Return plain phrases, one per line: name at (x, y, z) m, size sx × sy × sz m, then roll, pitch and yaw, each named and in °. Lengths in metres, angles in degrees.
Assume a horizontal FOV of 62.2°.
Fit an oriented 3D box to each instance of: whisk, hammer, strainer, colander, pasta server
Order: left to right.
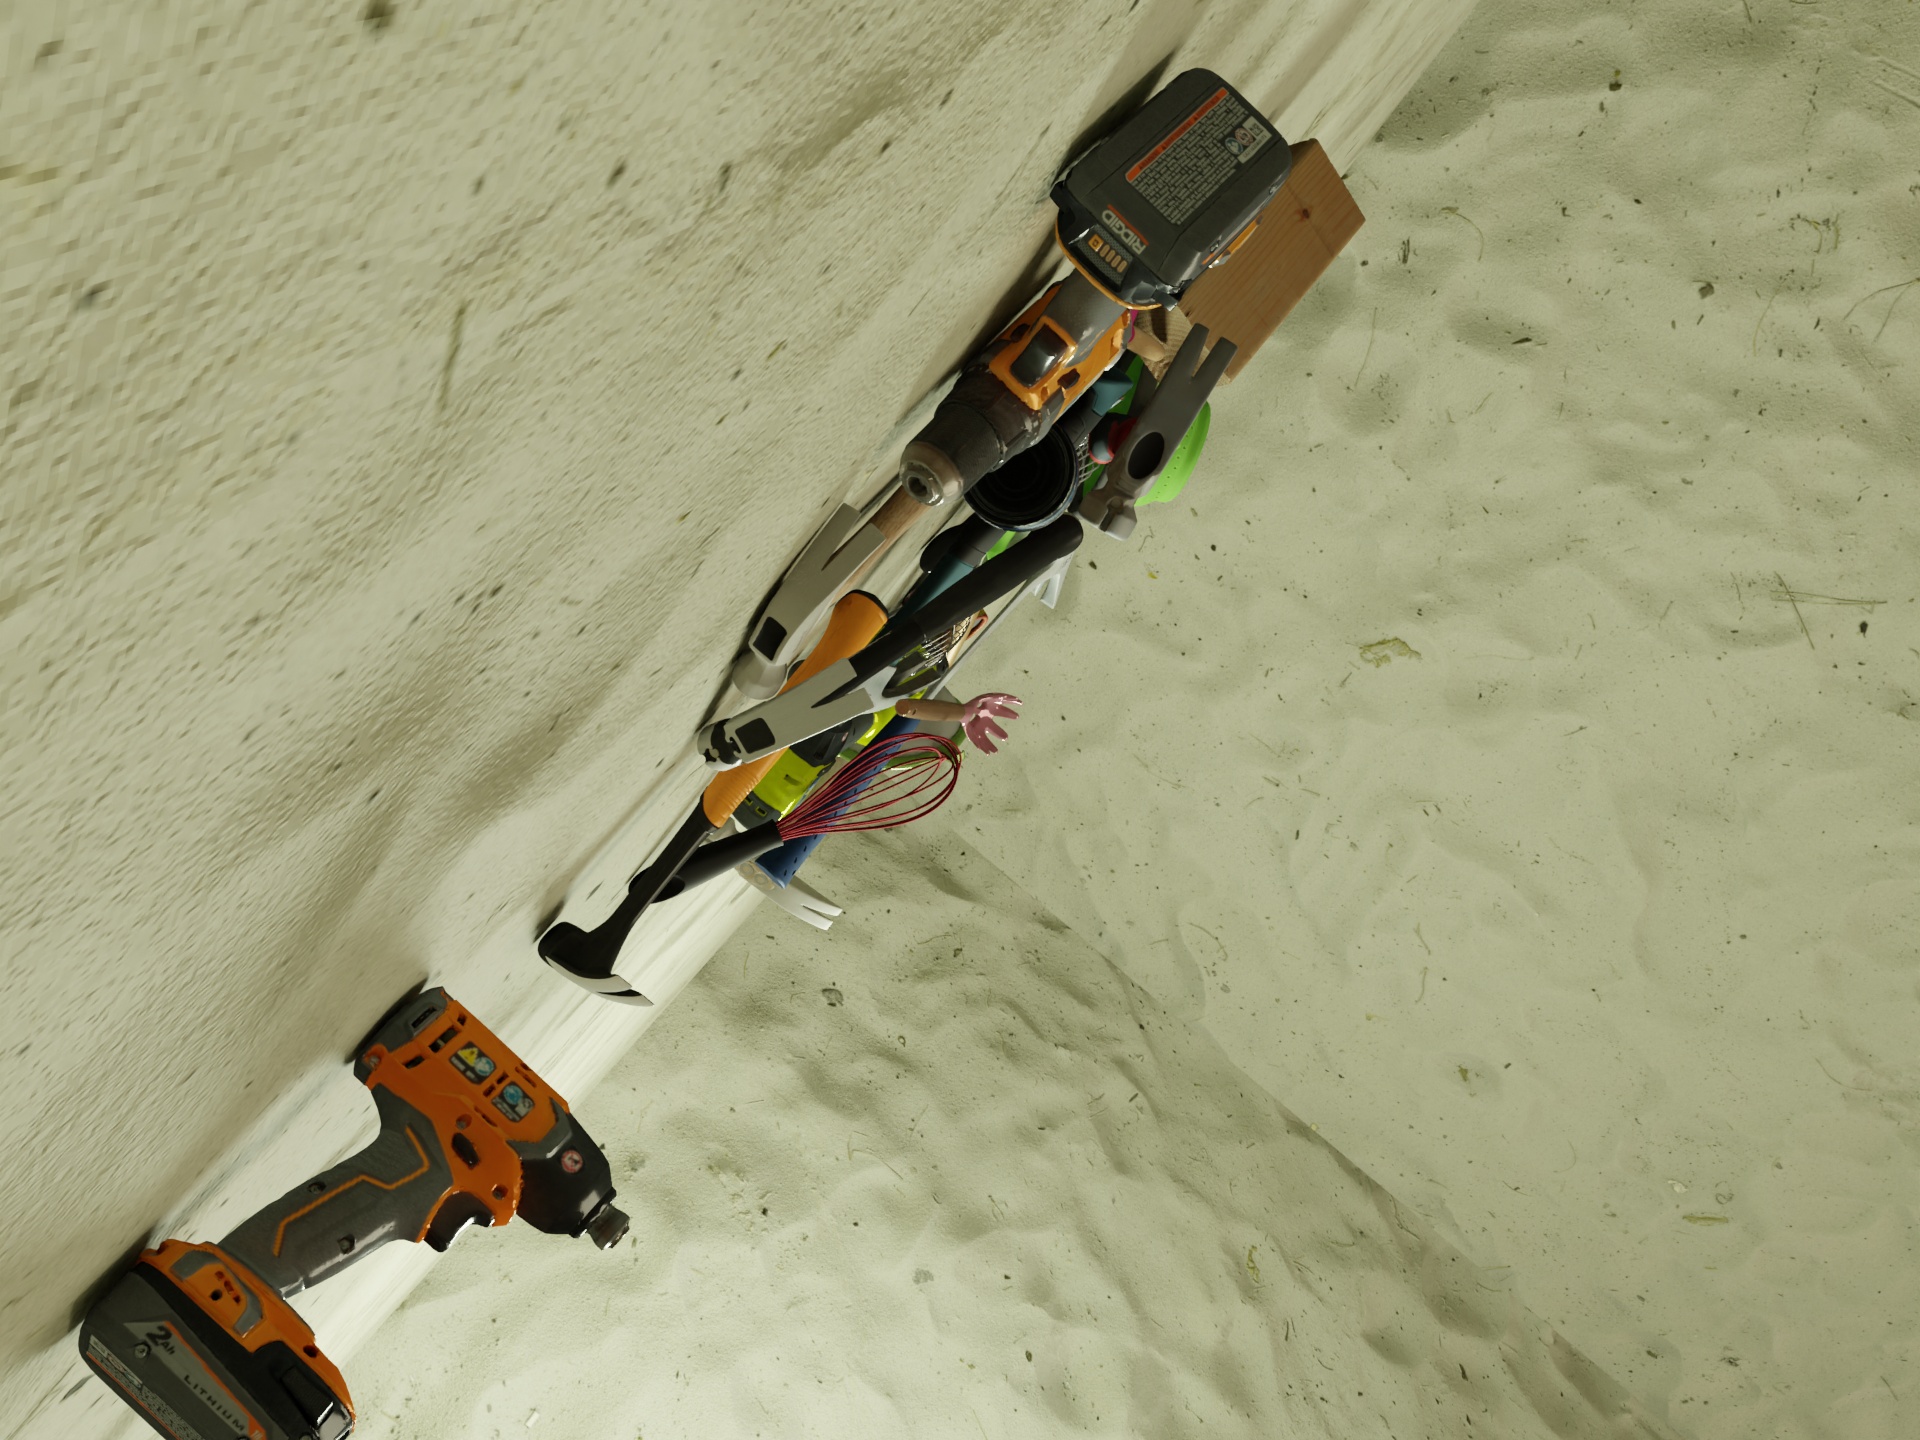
hammer at (-0.152, 0.043, 1.082) m, size 0.127 × 0.034 × 0.337 m, roll 9°, pitch -122°, yaw 53°
whisk at (-0.132, 0.085, 1.303) m, size 0.296 × 0.073 × 0.073 m, roll -23°, pitch 172°, yaw -13°
hammer at (-0.124, 0.061, 1.650) m, size 0.038 × 0.146 × 0.411 m, roll -52°, pitch -177°, yaw 31°
strainer at (-0.062, -0.049, 1.660) m, size 0.257 × 0.151 × 0.069 m, roll -81°, pitch 171°, yaw -54°
hammer at (-0.033, -0.013, 1.409) m, size 0.405 × 0.035 × 0.144 m, roll -48°, pitch 171°, yaw -14°
hammer at (-0.022, -0.147, 0.995) m, size 0.331 × 0.031 × 0.130 m, roll -50°, pitch 180°, yaw -36°
hammer at (-0.021, -0.067, 1.078) m, size 0.335 × 0.035 × 0.146 m, roll -36°, pitch -170°, yaw -40°
pasta server at (-0.002, -0.004, 1.362) m, size 0.060 × 0.040 × 0.316 m, roll -63°, pitch 168°, yaw 5°
hammer at (0.009, -0.132, 1.189) m, size 0.331 × 0.033 × 0.128 m, roll -50°, pitch 151°, yaw 15°
whisk at (0.049, -0.208, 1.456) m, size 0.285 × 0.070 × 0.070 m, roll -43°, pitch 174°, yaw -39°
hammer at (0.133, -0.223, 1.187) m, size 0.143 × 0.038 × 0.386 m, roll -59°, pitch -175°, yaw 12°
colander at (0.195, -0.268, 1.516) m, size 0.397 × 0.094 × 0.204 m, roll -115°, pitch -134°, yaw -77°

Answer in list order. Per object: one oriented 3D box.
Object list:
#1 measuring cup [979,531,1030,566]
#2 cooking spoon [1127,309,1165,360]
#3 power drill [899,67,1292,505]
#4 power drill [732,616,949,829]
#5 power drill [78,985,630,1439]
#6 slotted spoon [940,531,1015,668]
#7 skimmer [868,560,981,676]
measuring cup at (0.012, -0.180, 1.570) m, size 0.167 × 0.038 × 0.083 m, roll -22°, pitch 159°, yaw -51°
cooking spoon at (0.124, -0.281, 1.163) m, size 0.069 × 0.017 × 0.319 m, roll -34°, pitch 180°, yaw 17°
power drill at (0.058, -0.214, 0.842) m, size 0.185 × 0.084 × 0.226 m, roll -48°, pitch -177°, yaw -30°
power drill at (-0.104, -0.004, 1.438) m, size 0.171 × 0.080 × 0.223 m, roll -51°, pitch 176°, yaw 36°
power drill at (-0.275, 0.255, 0.767) m, size 0.226 × 0.164 × 0.084 m, roll -47°, pitch 177°, yaw -44°
slotted spoon at (0.012, -0.111, 1.449) m, size 0.070 × 0.031 × 0.313 m, roll -38°, pitch 166°, yaw -34°
skimmer at (-0.002, -0.168, 1.256) m, size 0.127 × 0.090 × 0.363 m, roll -47°, pitch 167°, yaw -50°
